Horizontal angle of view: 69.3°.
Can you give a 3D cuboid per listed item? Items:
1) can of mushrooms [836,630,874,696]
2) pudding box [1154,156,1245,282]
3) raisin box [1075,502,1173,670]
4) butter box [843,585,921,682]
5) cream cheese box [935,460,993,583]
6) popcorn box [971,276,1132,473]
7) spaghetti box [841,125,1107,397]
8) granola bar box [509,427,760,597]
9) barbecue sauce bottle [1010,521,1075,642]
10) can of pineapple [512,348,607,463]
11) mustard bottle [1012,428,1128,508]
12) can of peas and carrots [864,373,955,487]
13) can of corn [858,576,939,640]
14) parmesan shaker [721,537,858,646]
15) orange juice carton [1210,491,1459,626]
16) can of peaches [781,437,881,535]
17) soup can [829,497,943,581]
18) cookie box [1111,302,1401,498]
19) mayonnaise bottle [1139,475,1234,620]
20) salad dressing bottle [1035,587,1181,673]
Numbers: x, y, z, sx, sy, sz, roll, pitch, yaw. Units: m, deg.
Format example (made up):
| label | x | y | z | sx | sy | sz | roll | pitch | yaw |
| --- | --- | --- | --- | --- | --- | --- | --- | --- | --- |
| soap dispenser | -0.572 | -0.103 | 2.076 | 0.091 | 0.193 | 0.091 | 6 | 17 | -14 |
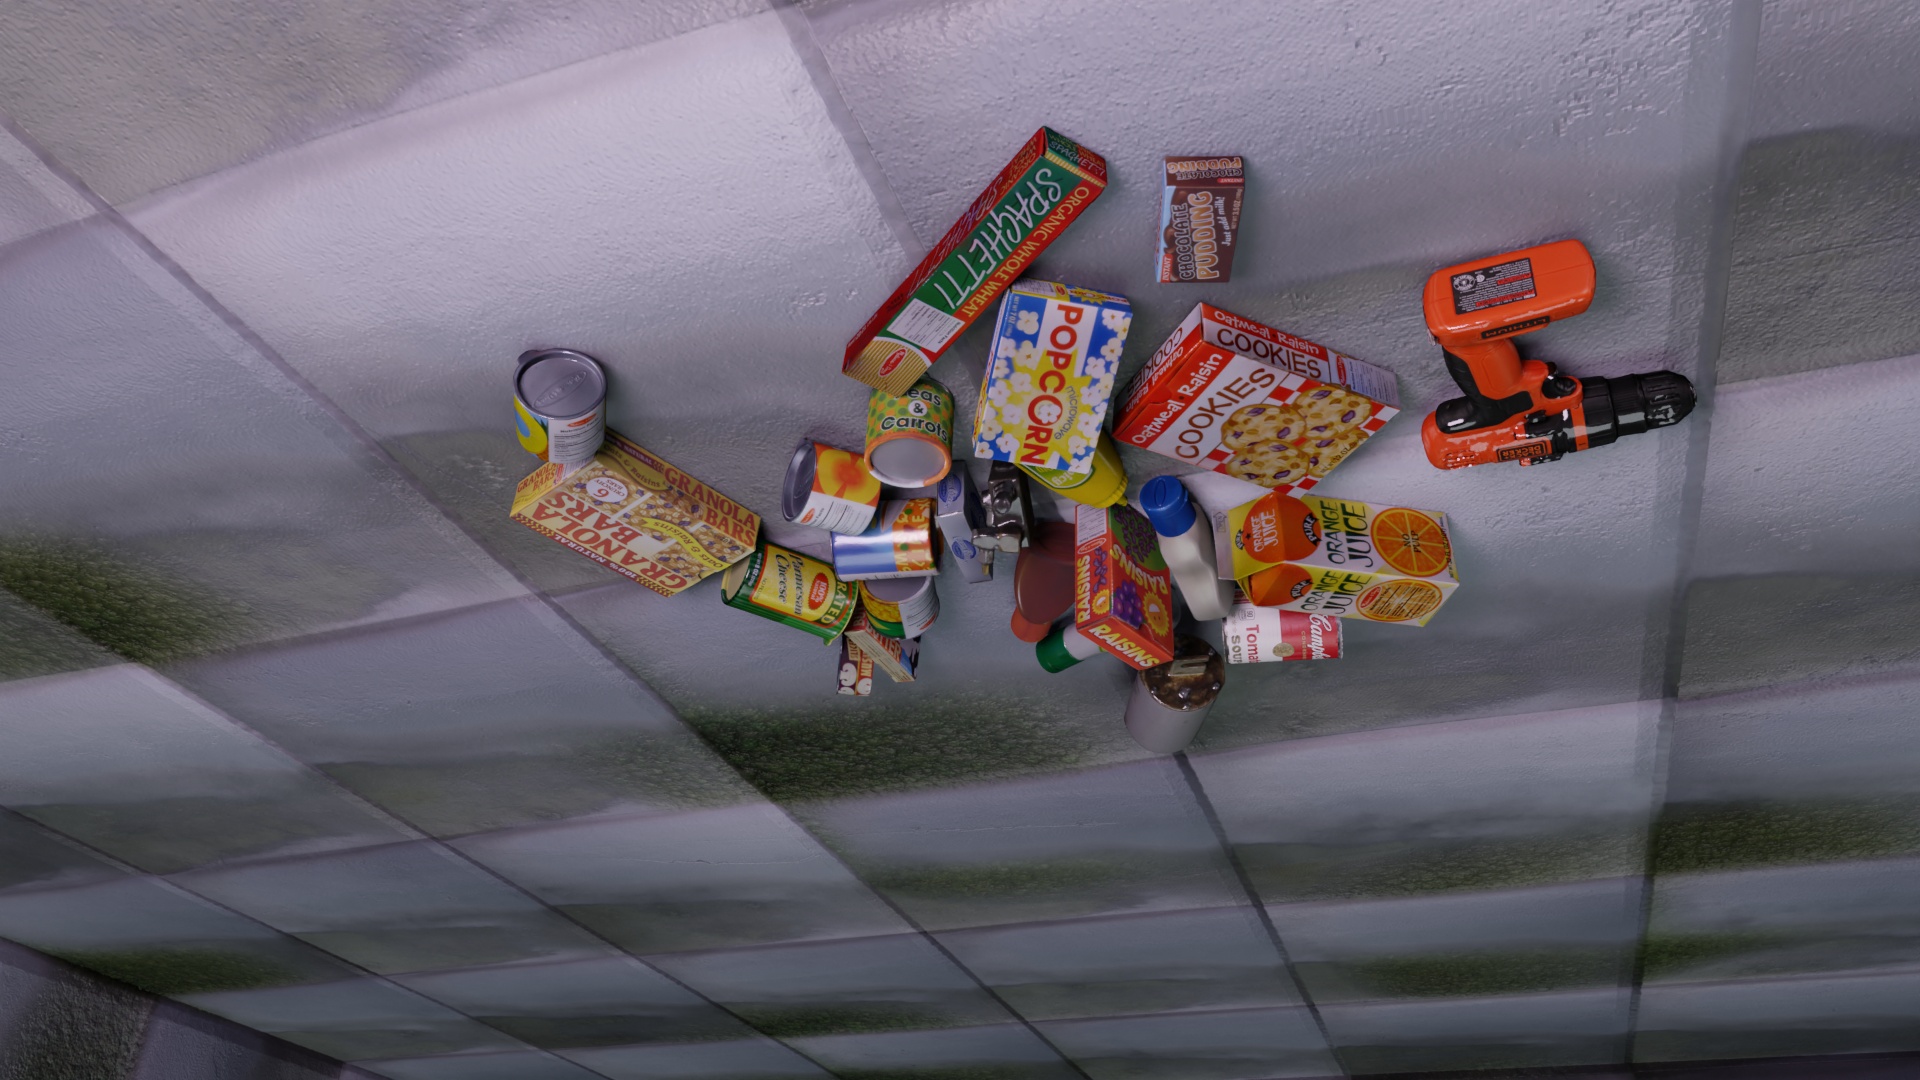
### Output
| label | x | y | z | sx | sy | sz | roll | pitch | yaw |
| --- | --- | --- | --- | --- | --- | --- | --- | --- | --- |
| can of mushrooms | -0.100 | 0.114 | 1.326 | 0.033 | 0.071 | 0.070 | 6 | 146 | -5 |
| pudding box | 0.149 | -0.202 | 0.876 | 0.050 | 0.030 | 0.083 | 1 | 146 | 4 |
| raisin box | 0.135 | 0.033 | 1.140 | 0.040 | 0.124 | 0.086 | -25 | 136 | 35 |
| butter box | -0.071 | 0.086 | 1.295 | 0.024 | 0.053 | 0.103 | -11 | 143 | 24 |
| cream cheese box | 0.004 | -0.014 | 1.141 | 0.024 | 0.053 | 0.103 | -8 | 144 | 12 |
| popcorn box | 0.061 | -0.114 | 0.961 | 0.085 | 0.038 | 0.126 | 8 | 119 | -9 |
| spaghetti box | 0.003 | -0.177 | 0.923 | 0.050 | 0.029 | 0.249 | 22 | 141 | -26 |
| granola bar box | -0.272 | -0.019 | 1.166 | 0.124 | 0.039 | 0.165 | -26 | 136 | 36 |
| barbecue sauce bottle | 0.076 | 0.041 | 1.227 | 0.065 | 0.044 | 0.147 | 7 | 146 | -6 |
| can of pineapple | -0.296 | -0.100 | 1.027 | 0.071 | 0.071 | 0.057 | 9 | 145 | -9 |
| mustard bottle | 0.087 | -0.064 | 1.065 | 0.065 | 0.049 | 0.160 | -25 | 137 | 31 |
| can of peas and carrots | -0.037 | -0.082 | 1.039 | 0.071 | 0.059 | 0.070 | 1 | 146 | 1 |
| can of corn | -0.056 | 0.044 | 1.222 | 0.071 | 0.071 | 0.058 | -1 | 145 | 5 |
| parmesan shaker | -0.151 | 0.044 | 1.221 | 0.103 | 0.071 | 0.071 | 21 | 142 | -25 |
| orange juice carton | 0.302 | 0.014 | 1.146 | 0.193 | 0.072 | 0.072 | 7 | 145 | -7 |
| can of peaches | -0.102 | -0.043 | 1.095 | 0.058 | 0.071 | 0.071 | 14 | 144 | -26 |
| soup can | -0.061 | -0.004 | 1.153 | 0.084 | 0.072 | 0.071 | -4 | 145 | 8 |
| cookie box | 0.213 | -0.098 | 1.015 | 0.167 | 0.040 | 0.122 | 16 | 144 | -19 |
| mayonnaise bottle | 0.189 | 0.004 | 1.151 | 0.041 | 0.065 | 0.147 | -11 | 140 | 24 |
| salad dressing bottle | 0.134 | 0.082 | 1.283 | 0.064 | 0.044 | 0.147 | 23 | 142 | -37 |
